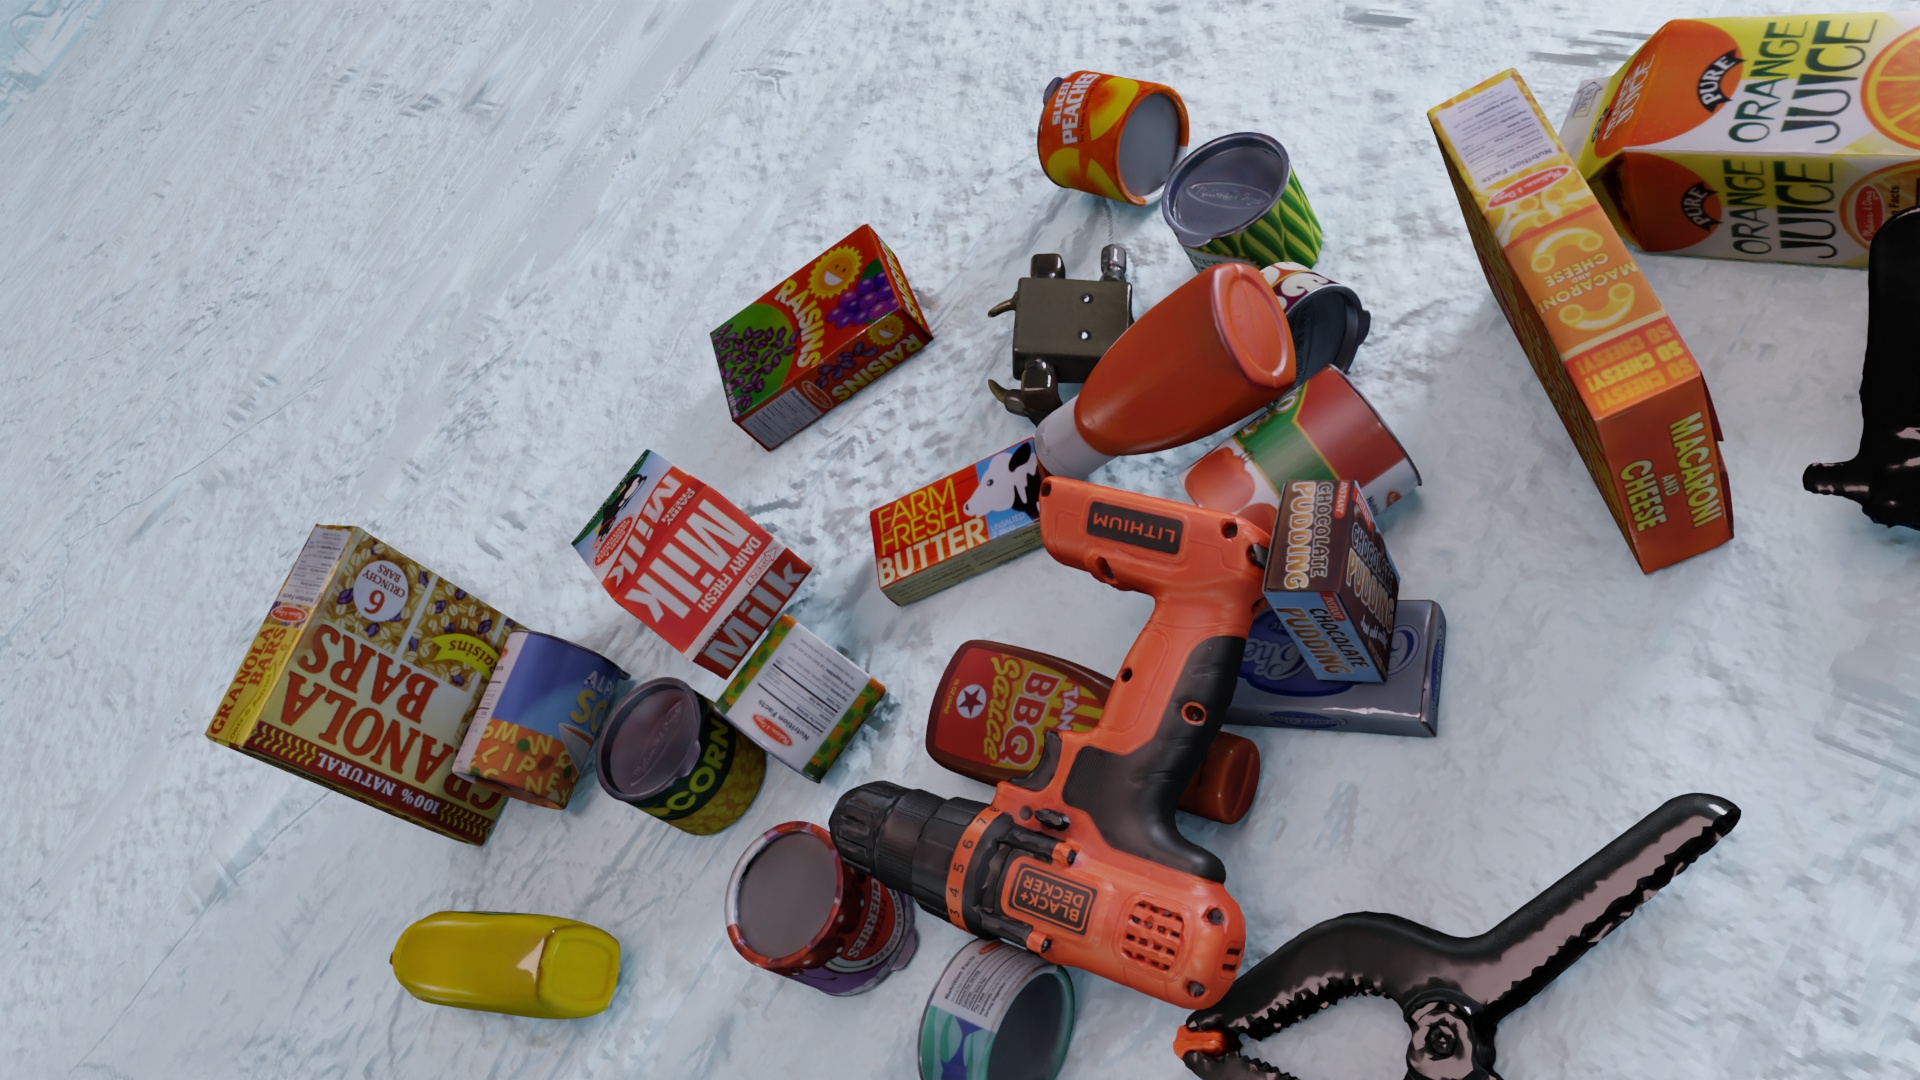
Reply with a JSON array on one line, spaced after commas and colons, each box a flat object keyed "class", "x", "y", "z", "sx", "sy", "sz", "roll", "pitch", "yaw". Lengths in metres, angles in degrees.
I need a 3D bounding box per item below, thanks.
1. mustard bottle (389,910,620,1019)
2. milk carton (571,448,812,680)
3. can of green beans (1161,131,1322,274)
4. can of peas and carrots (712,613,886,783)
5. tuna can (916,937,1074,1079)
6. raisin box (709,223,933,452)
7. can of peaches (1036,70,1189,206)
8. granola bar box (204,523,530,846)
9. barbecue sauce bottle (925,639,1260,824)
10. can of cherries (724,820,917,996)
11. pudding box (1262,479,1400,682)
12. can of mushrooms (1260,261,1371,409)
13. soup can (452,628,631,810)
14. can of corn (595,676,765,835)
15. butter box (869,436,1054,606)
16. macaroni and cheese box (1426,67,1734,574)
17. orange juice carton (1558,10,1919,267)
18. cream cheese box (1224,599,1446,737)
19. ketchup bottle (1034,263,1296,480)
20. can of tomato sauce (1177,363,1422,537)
[{"class": "mustard bottle", "x": -0.248, "y": 0.216, "z": 0.715, "sx": 0.160, "sy": 0.065, "sz": 0.049, "roll": -7, "pitch": 63, "yaw": 34}, {"class": "milk carton", "x": -0.139, "y": 0.012, "z": 0.719, "sx": 0.072, "sy": 0.073, "sz": 0.191, "roll": -52, "pitch": 25, "yaw": -6}, {"class": "can of green beans", "x": 0.143, "y": -0.162, "z": 0.703, "sx": 0.071, "sy": 0.057, "sz": 0.071, "roll": -16, "pitch": 55, "yaw": 24}, {"class": "can of peas and carrots", "x": -0.080, "y": 0.078, "z": 0.692, "sx": 0.071, "sy": 0.071, "sz": 0.059, "roll": 30, "pitch": 81, "yaw": 41}, {"class": "tuna can", "x": 0.015, "y": 0.198, "z": 0.556, "sx": 0.033, "sy": 0.071, "sz": 0.071, "roll": 11, "pitch": 69, "yaw": 36}, {"class": "raisin box", "x": -0.086, "y": -0.122, "z": 0.838, "sx": 0.123, "sy": 0.040, "sz": 0.086, "roll": -33, "pitch": 49, "yaw": 13}, {"class": "can of peaches", "x": 0.084, "y": -0.225, "z": 0.772, "sx": 0.058, "sy": 0.071, "sz": 0.071, "roll": 27, "pitch": 79, "yaw": 40}, {"class": "granola bar box", "x": -0.306, "y": 0.083, "z": 0.766, "sx": 0.039, "sy": 0.165, "sz": 0.124, "roll": 4, "pitch": 64, "yaw": 34}, {"class": "barbecue sauce bottle", "x": 0.057, "y": 0.088, "z": 0.611, "sx": 0.148, "sy": 0.043, "sz": 0.065, "roll": 11, "pitch": 74, "yaw": 36}, {"class": "can of cherries", "x": -0.062, "y": 0.167, "z": 0.628, "sx": 0.071, "sy": 0.058, "sz": 0.072, "roll": -16, "pitch": 54, "yaw": 24}, {"class": "pudding box", "x": 0.145, "y": 0.017, "z": 0.538, "sx": 0.030, "sy": 0.083, "sz": 0.050, "roll": 1, "pitch": 62, "yaw": 30}, {"class": "can of mushrooms", "x": 0.155, "y": -0.095, "z": 0.649, "sx": 0.071, "sy": 0.071, "sz": 0.033, "roll": -48, "pitch": 47, "yaw": -2}, {"class": "soup can", "x": -0.233, "y": 0.101, "z": 0.777, "sx": 0.071, "sy": 0.071, "sz": 0.084, "roll": 3, "pitch": 65, "yaw": 34}, {"class": "can of corn", "x": -0.141, "y": 0.112, "z": 0.713, "sx": 0.071, "sy": 0.058, "sz": 0.071, "roll": -16, "pitch": 54, "yaw": 24}, {"class": "butter box", "x": 0.003, "y": -0.009, "z": 0.720, "sx": 0.103, "sy": 0.024, "sz": 0.053, "roll": -24, "pitch": 52, "yaw": 19}, {"class": "macaroni and cheese box", "x": 0.244, "y": -0.087, "z": 0.547, "sx": 0.040, "sy": 0.123, "sz": 0.167, "roll": -25, "pitch": 52, "yaw": 19}, {"class": "orange juice carton", "x": 0.341, "y": -0.162, "z": 0.566, "sx": 0.193, "sy": 0.073, "sz": 0.072, "roll": 15, "pitch": 71, "yaw": 38}, {"class": "cream cheese box", "x": 0.149, "y": 0.052, "z": 0.587, "sx": 0.104, "sy": 0.024, "sz": 0.053, "roll": 0, "pitch": 62, "yaw": 33}, {"class": "ketchup bottle", "x": 0.088, "y": -0.069, "z": 0.648, "sx": 0.148, "sy": 0.044, "sz": 0.065, "roll": -31, "pitch": 70, "yaw": 54}, {"class": "can of tomato sauce", "x": 0.146, "y": -0.028, "z": 0.610, "sx": 0.083, "sy": 0.071, "sz": 0.071, "roll": -37, "pitch": 49, "yaw": 9}]
